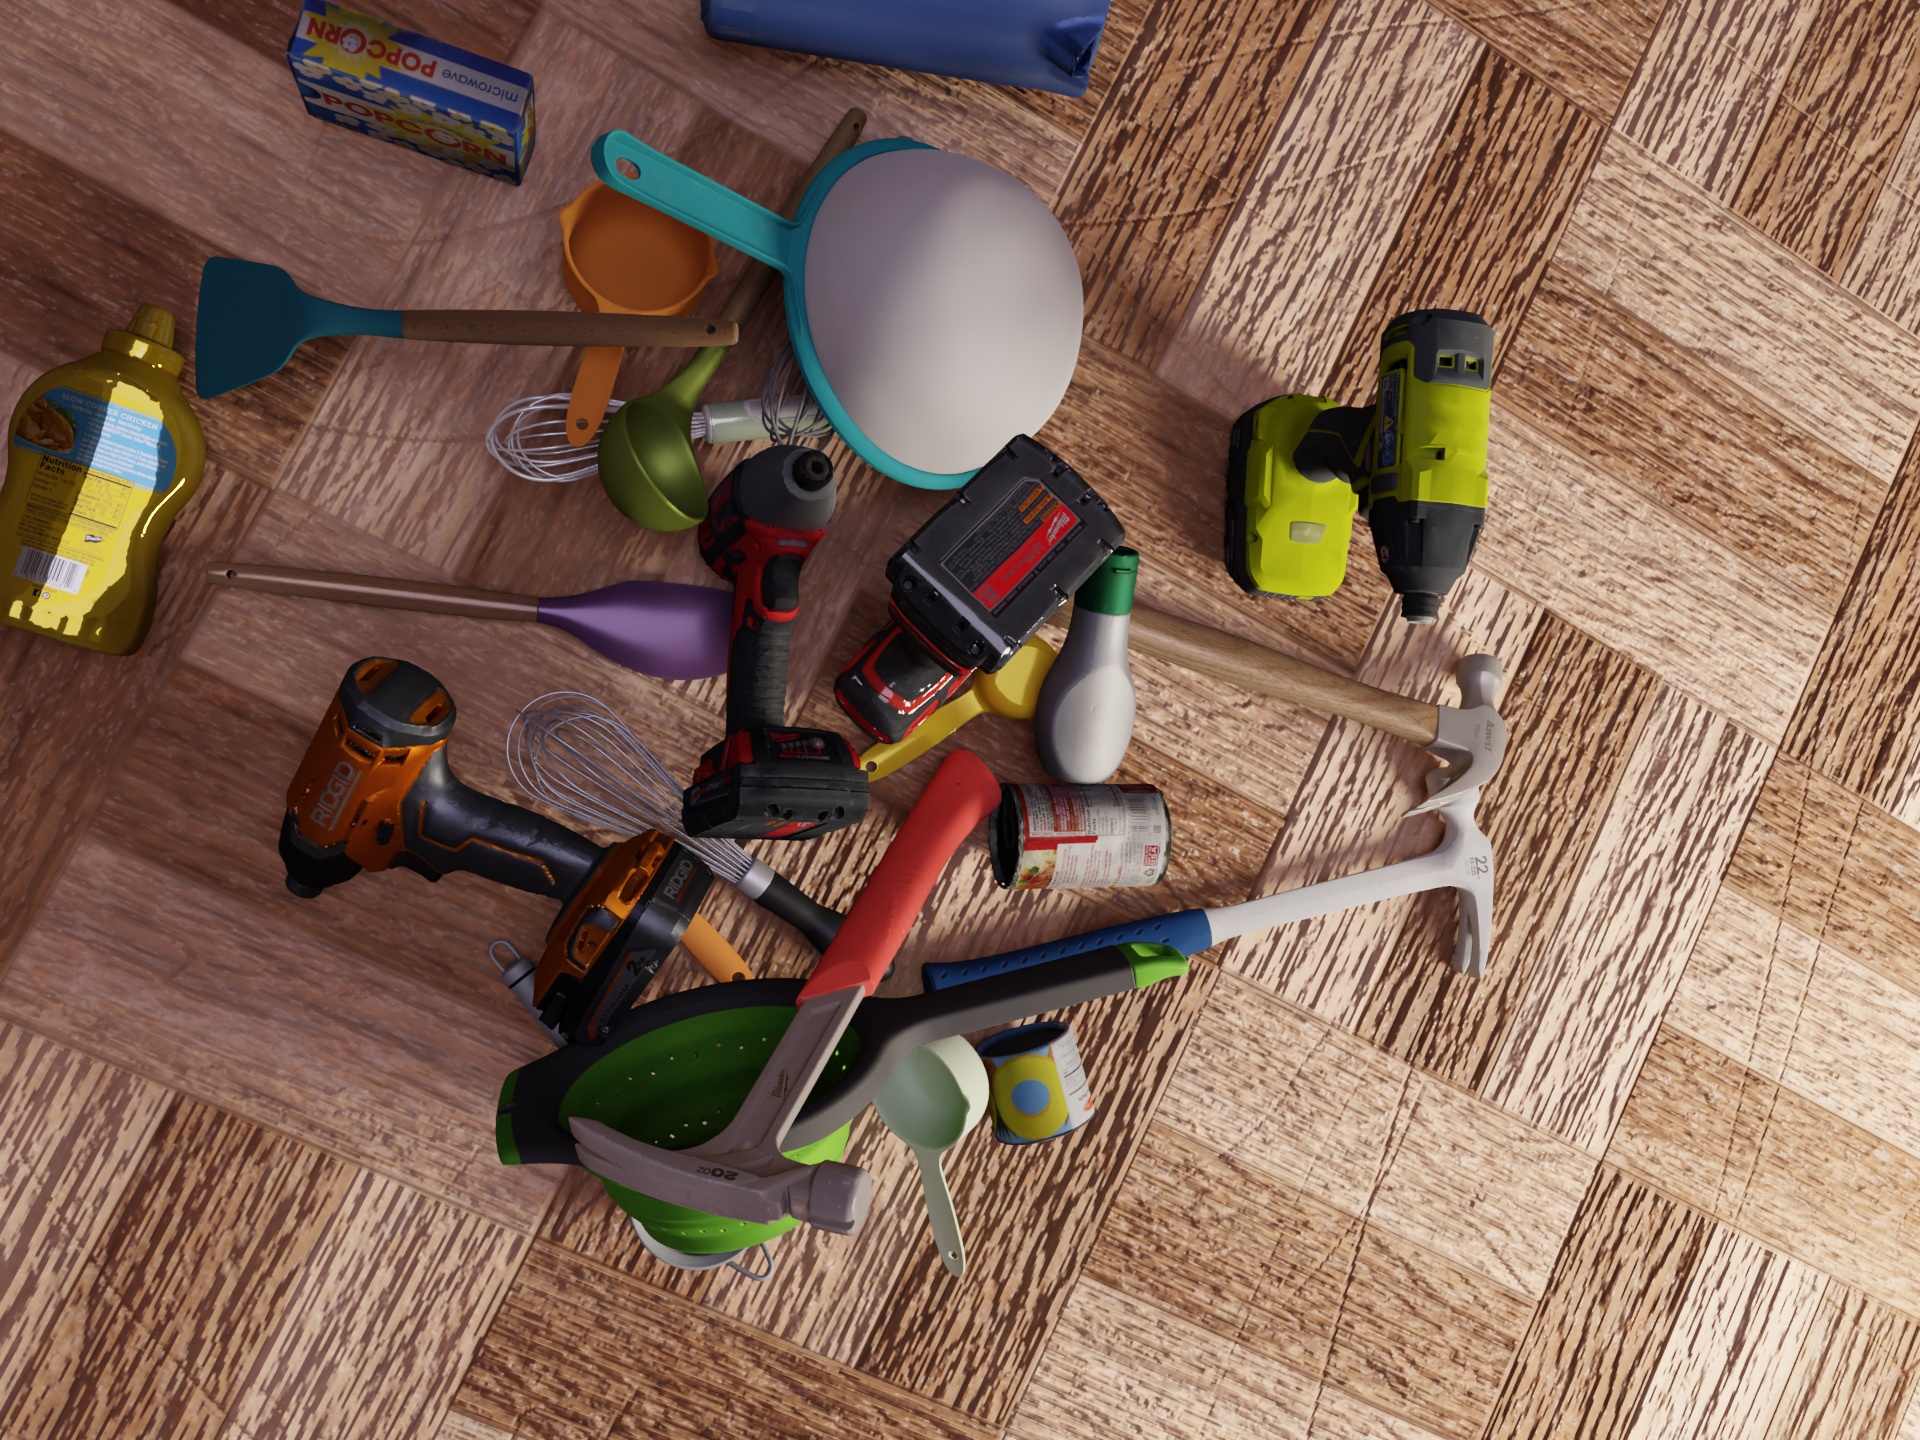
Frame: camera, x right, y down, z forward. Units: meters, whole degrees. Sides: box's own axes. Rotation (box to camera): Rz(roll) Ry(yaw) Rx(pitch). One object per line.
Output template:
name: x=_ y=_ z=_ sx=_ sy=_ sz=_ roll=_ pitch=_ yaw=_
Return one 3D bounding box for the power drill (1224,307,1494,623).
power drill: x=0.242 y=-0.141 z=0.975 sx=0.080 sy=0.223 sz=0.171 roll=4 pitch=89 yaw=-14

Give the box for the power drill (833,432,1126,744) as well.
power drill: x=0.017 y=-0.081 z=0.920 sx=0.080 sy=0.226 sz=0.188 roll=44 pitch=72 yaw=-1

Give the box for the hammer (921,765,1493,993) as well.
hammer: x=0.174 y=0.141 z=1.056 sx=0.405 sy=0.035 sz=0.144 roll=-12 pitch=93 yaw=-14

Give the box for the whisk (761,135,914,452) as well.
whisk: x=-0.068 y=-0.262 z=0.971 sx=0.055 sy=0.055 sz=0.239 roll=24 pitch=69 yaw=-13

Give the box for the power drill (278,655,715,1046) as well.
power drill: x=-0.273 y=0.085 z=0.899 sx=0.226 sy=0.084 sz=0.164 roll=34 pitch=118 yaw=-8

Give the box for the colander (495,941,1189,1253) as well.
colander: x=-0.055 y=0.213 z=0.908 sx=0.397 sy=0.205 sz=0.094 roll=-12 pitch=106 yaw=-11

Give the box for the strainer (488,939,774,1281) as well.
strainer: x=-0.200 y=0.234 z=0.960 sx=0.087 sy=0.050 sz=0.258 roll=-39 pitch=93 yaw=-24

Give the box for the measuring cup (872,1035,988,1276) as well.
measuring cup: x=-0.009 y=0.268 z=1.000 sx=0.038 sy=0.083 sz=0.167 roll=-28 pitch=112 yaw=-50

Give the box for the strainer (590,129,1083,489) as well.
strainer: x=-0.039 y=-0.259 z=0.894 sx=0.340 sy=0.095 sz=0.211 roll=15 pitch=79 yaw=-43

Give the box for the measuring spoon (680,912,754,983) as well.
measuring spoon: x=-0.166 y=0.128 z=0.982 sx=0.021 sy=0.011 sz=0.117 roll=-43 pitch=100 yaw=-10

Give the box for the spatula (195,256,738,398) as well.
spatula: x=-0.282 y=-0.220 z=0.893 sx=0.317 sy=0.044 sz=0.082 roll=2 pitch=88 yaw=1

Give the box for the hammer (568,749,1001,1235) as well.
hammer: x=-0.064 y=0.126 z=0.880 sx=0.149 sy=0.359 sz=0.036 roll=10 pitch=125 yaw=16

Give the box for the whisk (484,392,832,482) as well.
whisk: x=-0.162 y=-0.180 z=0.966 sx=0.246 sy=0.059 sz=0.058 roll=-9 pitch=65 yaw=-18

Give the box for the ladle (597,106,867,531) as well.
ladle: x=-0.121 y=-0.247 z=0.941 sx=0.078 sy=0.062 sz=0.320 roll=47 pitch=61 yaw=-44

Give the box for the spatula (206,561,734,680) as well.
spatula: x=-0.279 y=-0.067 z=0.949 sx=0.315 sy=0.018 sz=0.060 roll=7 pitch=90 yaw=-15

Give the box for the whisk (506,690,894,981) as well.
whisk: x=-0.152 y=0.077 z=0.966 sx=0.284 sy=0.070 sz=0.070 roll=38 pitch=81 yaw=-17

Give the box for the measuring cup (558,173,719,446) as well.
measuring cup: x=-0.203 y=-0.234 z=0.938 sx=0.095 sy=0.052 sz=0.174 roll=17 pitch=77 yaw=-13

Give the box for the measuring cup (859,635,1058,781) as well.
measuring cup: x=-0.002 y=-0.003 z=1.013 sx=0.156 sy=0.029 sz=0.062 roll=-32 pitch=98 yaw=-15

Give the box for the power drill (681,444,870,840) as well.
power drill: x=-0.106 y=-0.047 z=0.909 sx=0.078 sy=0.143 sz=0.220 roll=4 pitch=77 yaw=-26

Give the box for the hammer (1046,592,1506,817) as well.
hammer: x=0.209 y=-0.028 z=1.052 sx=0.331 sy=0.031 sz=0.130 roll=18 pitch=61 yaw=-9
